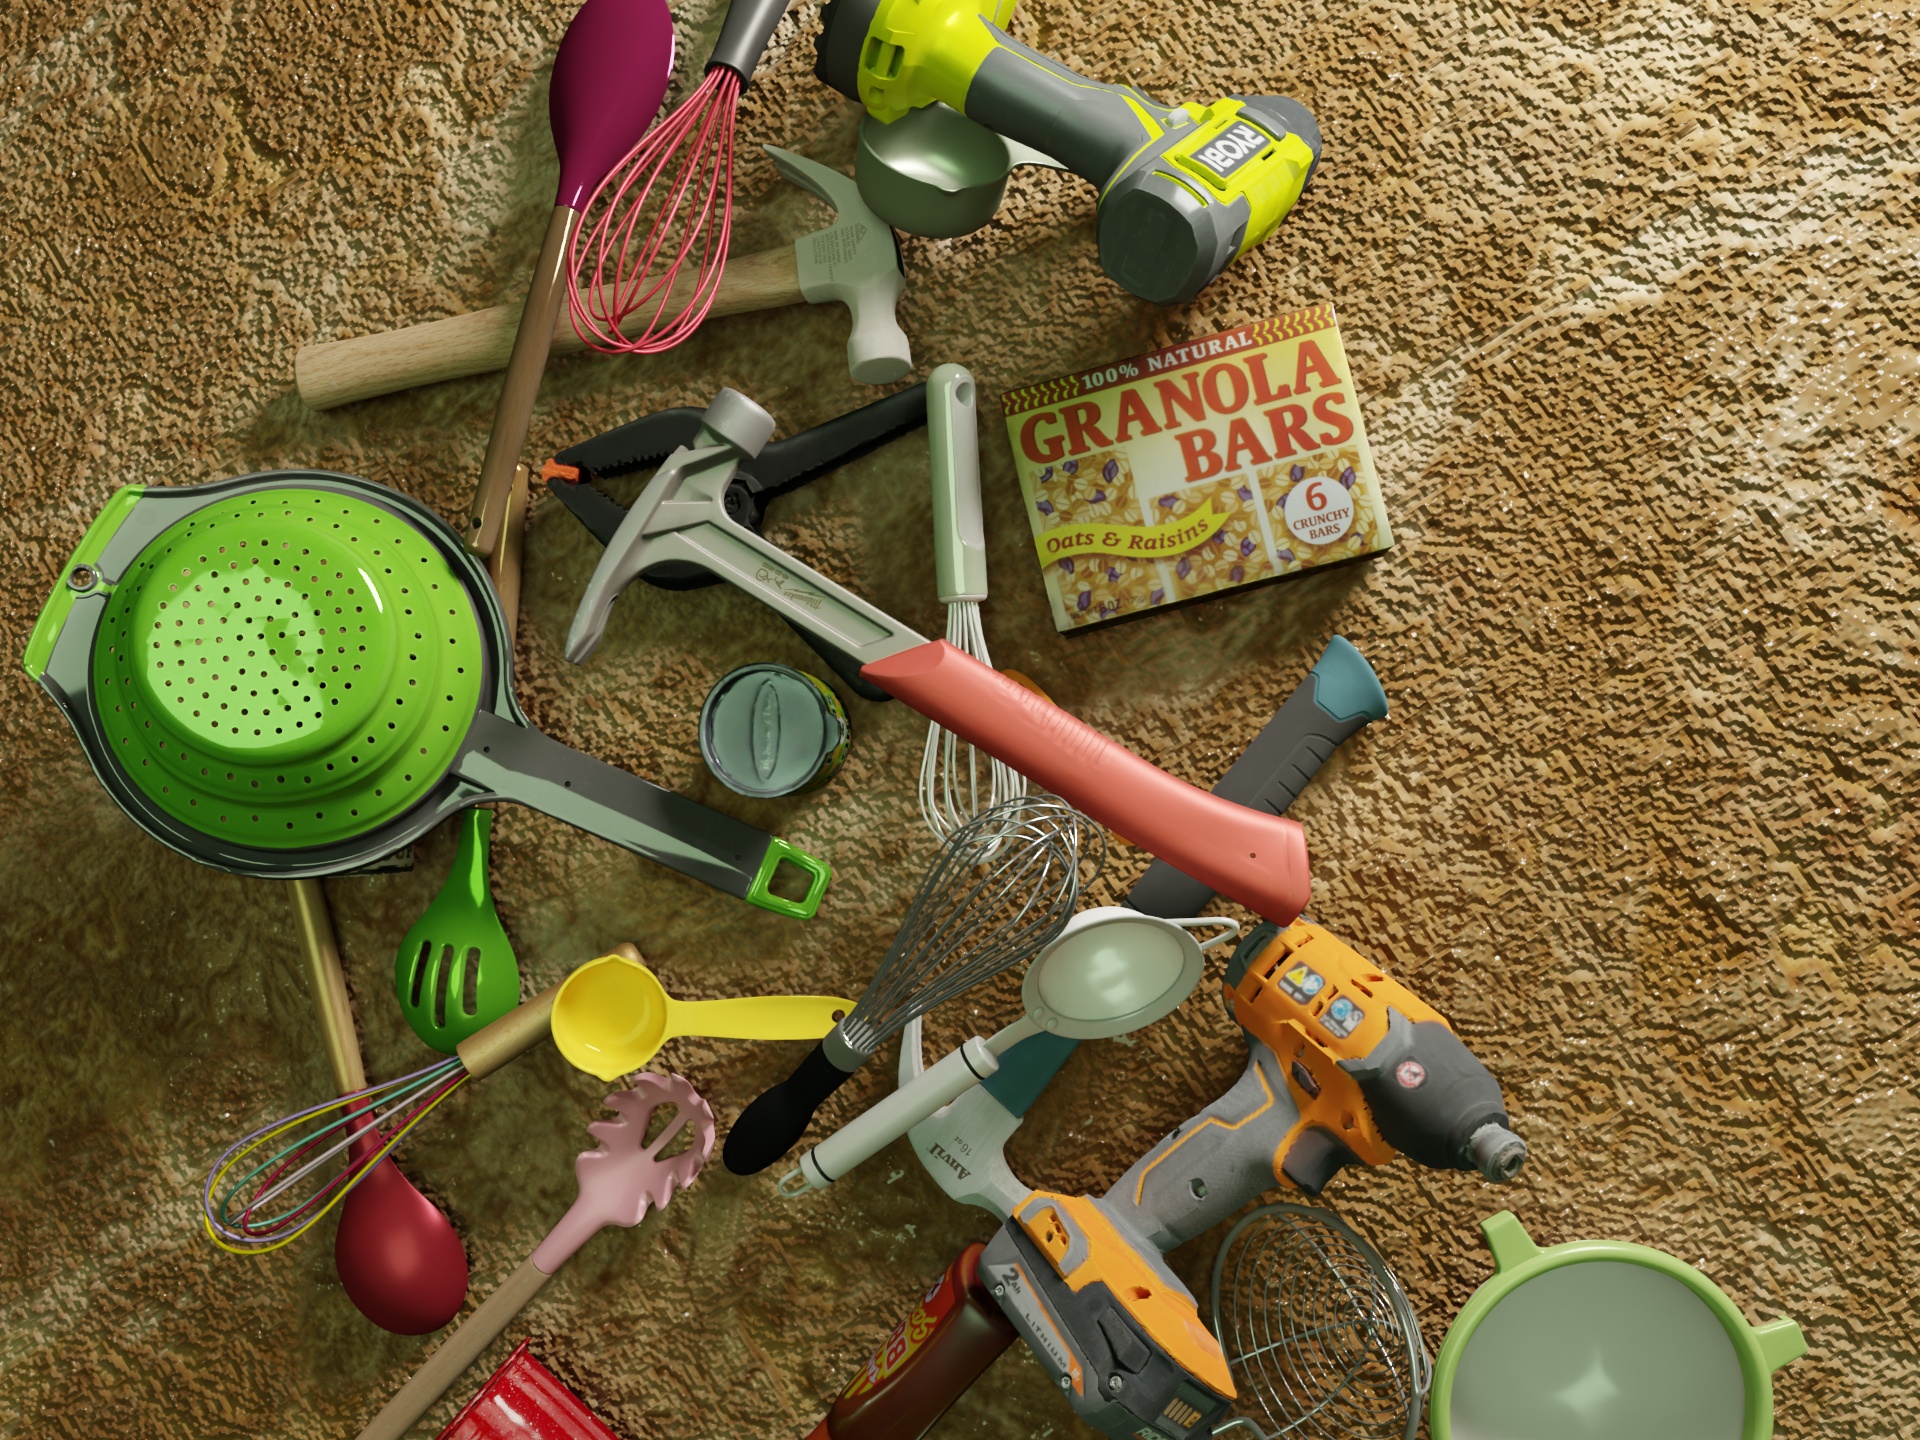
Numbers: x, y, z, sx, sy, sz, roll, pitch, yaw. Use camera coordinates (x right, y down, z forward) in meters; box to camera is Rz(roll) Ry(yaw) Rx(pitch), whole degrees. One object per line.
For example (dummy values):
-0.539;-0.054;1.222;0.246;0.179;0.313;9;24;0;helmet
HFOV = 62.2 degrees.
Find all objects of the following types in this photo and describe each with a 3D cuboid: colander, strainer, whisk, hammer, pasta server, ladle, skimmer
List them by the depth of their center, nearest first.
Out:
0.262;0.351;0.724;0.151;0.069;0.256;20;92;-1;strainer
-0.001;-0.002;0.740;0.359;0.036;0.149;32;88;3;hammer
-0.035;0.132;0.743;0.070;0.070;0.284;46;118;7;whisk
0.051;0.355;0.743;0.363;0.090;0.127;-32;56;7;skimmer
0.014;0.152;0.749;0.258;0.086;0.050;-36;39;9;strainer
-0.242;0.003;0.750;0.397;0.094;0.204;24;77;-8;colander
0.093;0.098;0.778;0.128;0.033;0.331;40;93;7;hammer
0.002;-0.052;0.781;0.059;0.057;0.246;-3;91;42;whisk
-0.122;-0.303;0.787;0.073;0.073;0.296;14;71;8;whisk
-0.265;0.188;0.800;0.245;0.051;0.047;-32;42;-9;whisk
-0.235;0.298;0.811;0.060;0.040;0.316;44;95;12;pasta server
-0.192;-0.212;0.826;0.331;0.031;0.130;-9;77;10;hammer
-0.324;0.169;0.837;0.069;0.031;0.315;-17;84;5;ladle

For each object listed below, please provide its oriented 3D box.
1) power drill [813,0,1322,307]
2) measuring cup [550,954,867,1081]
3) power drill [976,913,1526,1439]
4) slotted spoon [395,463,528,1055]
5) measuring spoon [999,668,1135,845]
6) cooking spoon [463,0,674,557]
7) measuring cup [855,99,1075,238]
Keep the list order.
0.058;-0.298;0.754;0.223;0.080;0.171;36;49;9;power drill
-0.126;0.147;0.801;0.156;0.029;0.062;3;89;-14;measuring cup
0.129;0.208;0.697;0.226;0.164;0.084;-48;125;-3;power drill
-0.252;0.020;0.833;0.070;0.031;0.314;5;87;9;slotted spoon
0.053;0.015;0.781;0.021;0.011;0.117;-40;65;3;measuring spoon
-0.205;-0.234;0.807;0.069;0.017;0.319;9;79;14;cooking spoon
0.028;-0.267;0.793;0.167;0.038;0.083;2;51;-17;measuring cup
